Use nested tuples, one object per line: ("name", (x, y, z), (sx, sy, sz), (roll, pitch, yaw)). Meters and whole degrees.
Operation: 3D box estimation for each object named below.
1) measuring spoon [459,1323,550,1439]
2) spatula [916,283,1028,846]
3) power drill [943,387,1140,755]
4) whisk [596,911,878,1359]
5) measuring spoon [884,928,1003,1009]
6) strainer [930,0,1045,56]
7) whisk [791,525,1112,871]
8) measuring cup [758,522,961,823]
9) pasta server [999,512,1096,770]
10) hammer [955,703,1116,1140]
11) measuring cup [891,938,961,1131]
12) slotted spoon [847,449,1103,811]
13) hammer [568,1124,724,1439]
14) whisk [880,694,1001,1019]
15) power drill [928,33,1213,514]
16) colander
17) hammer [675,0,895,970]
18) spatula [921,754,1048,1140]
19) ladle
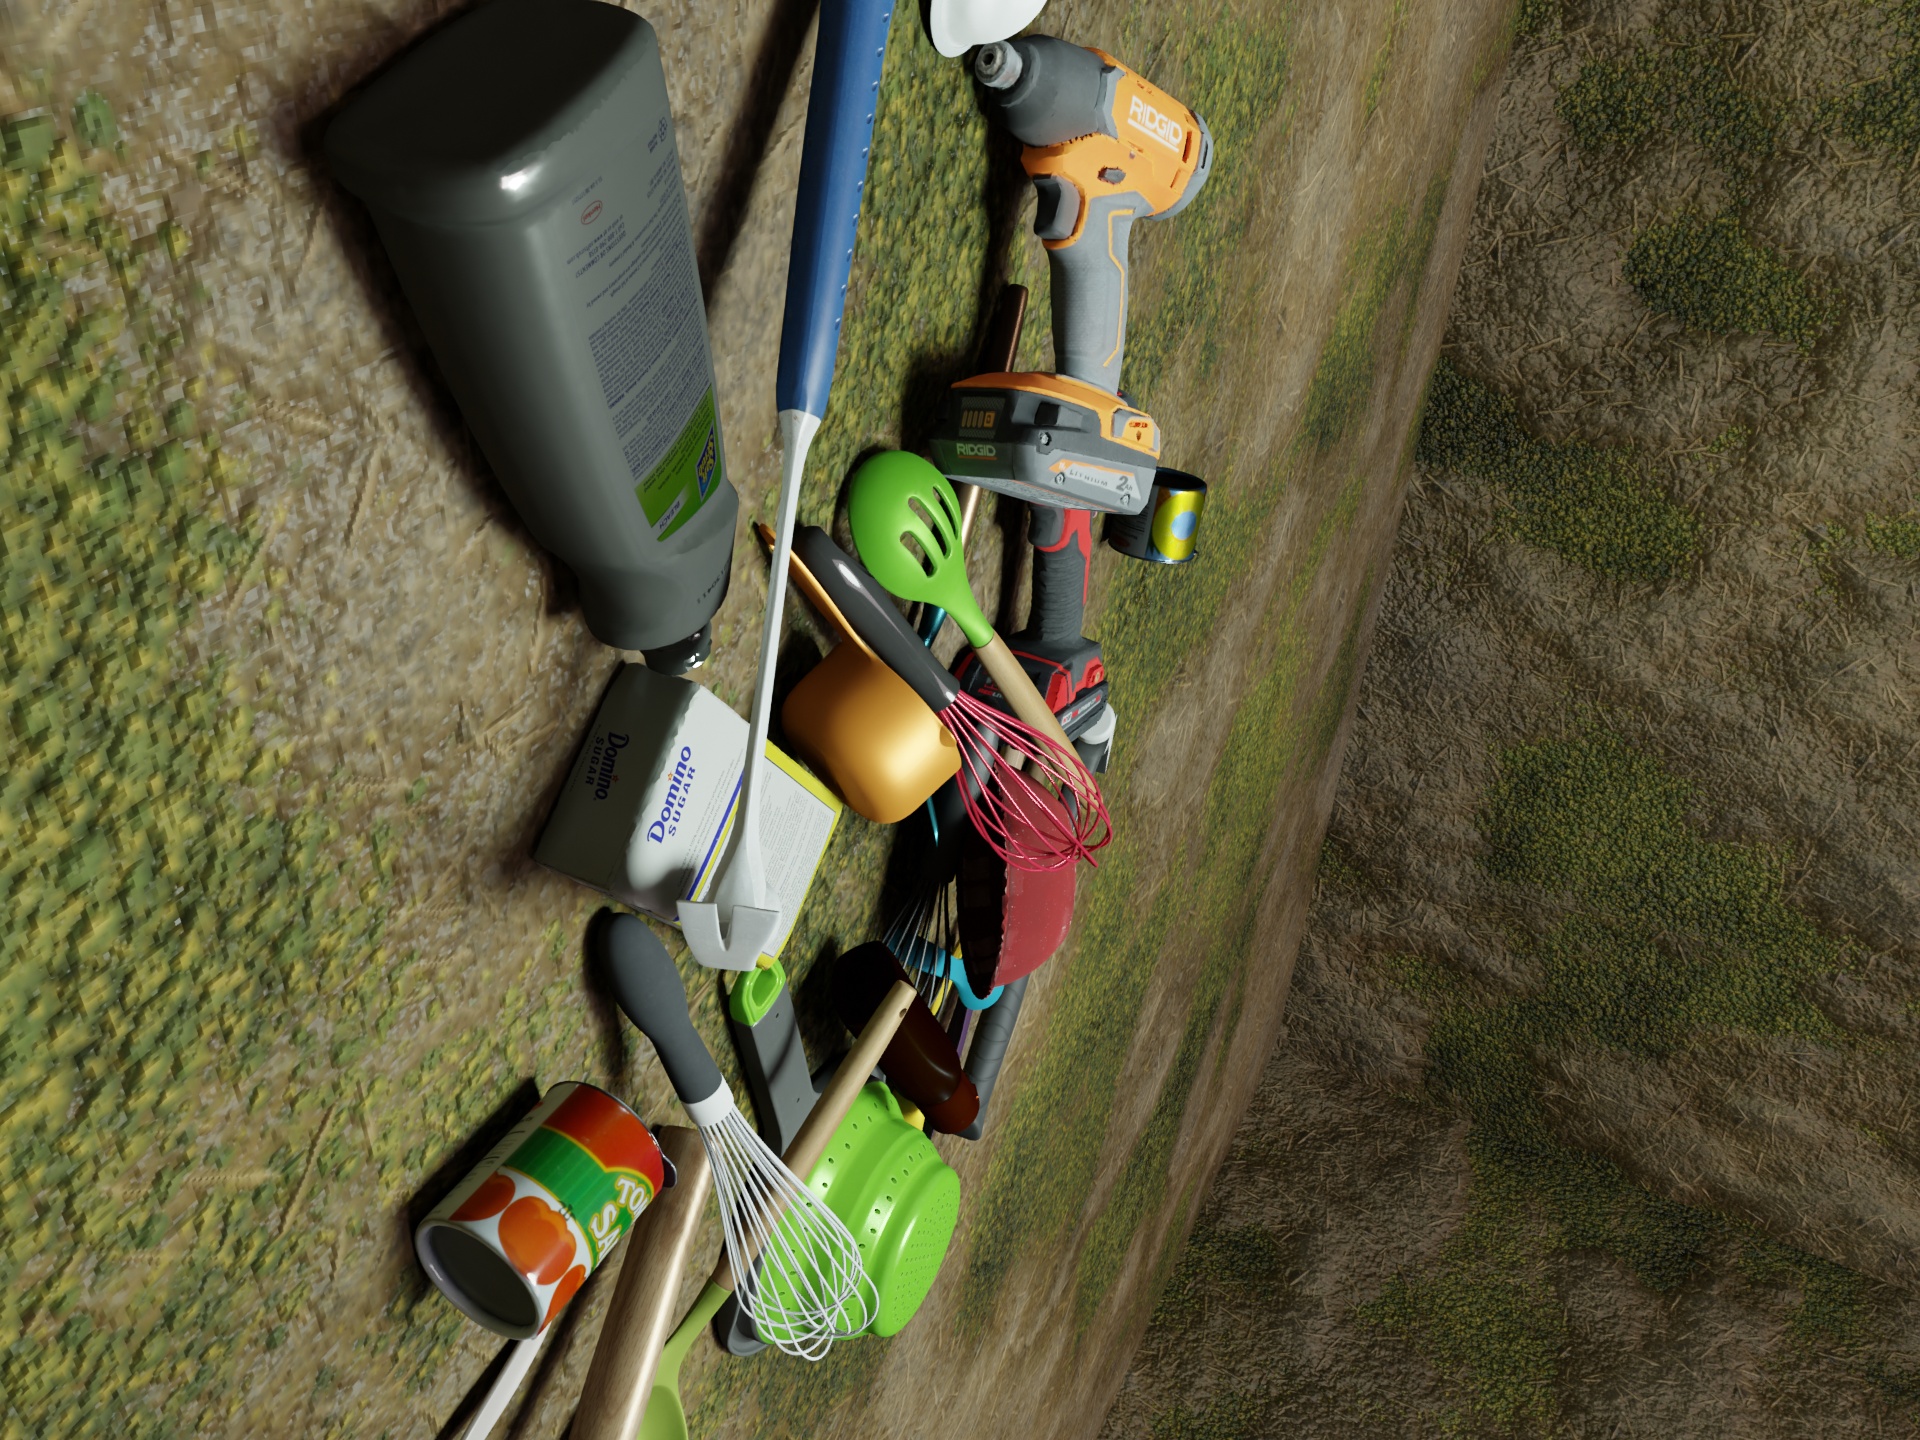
("measuring spoon", (-0.222, 0.314, 0.717), (0.124, 0.018, 0.034), (-59, 157, -49))
("spatula", (0.004, -0.089, 0.909), (0.082, 0.044, 0.317), (-107, -149, -83))
("power drill", (0.053, -0.098, 0.991), (0.143, 0.078, 0.219), (-30, 131, -62))
("whisk", (-0.110, 0.203, 0.759), (0.070, 0.070, 0.284), (-51, 131, -44))
("measuring spoon", (-0.006, 0.164, 1.071), (0.128, 0.021, 0.042), (34, 61, -47))
("strainer", (-0.012, -0.333, 0.666), (0.258, 0.050, 0.087), (-17, 138, -62))
("whisk", (-0.001, -0.003, 0.840), (0.295, 0.073, 0.073), (49, 59, -41))
("measuring cup", (-0.066, -0.017, 0.764), (0.052, 0.095, 0.173), (-46, 131, -14))
("pasta server", (0.062, -0.050, 1.107), (0.060, 0.040, 0.316), (-44, 149, -72))
("hammer", (0.053, 0.151, 1.197), (0.146, 0.035, 0.335), (68, 41, -80))
("measuring cup", (-0.014, 0.235, 1.161), (0.156, 0.029, 0.062), (-70, 160, 1))
("slotted spoon", (0.023, -0.034, 0.891), (0.070, 0.031, 0.313), (-60, 142, -21))
("hammer", (-0.177, 0.359, 0.753), (0.031, 0.130, 0.331), (64, 37, -62))
("whisk", (-0.013, 0.096, 0.989), (0.055, 0.055, 0.239), (-23, 132, -64))
("power drill", (0.051, -0.232, 0.826), (0.164, 0.084, 0.226), (7, 94, -50))
("colander", (-0.067, 0.269, 0.958), (0.205, 0.094, 0.396), (-57, 155, -36))
("hammer", (-0.062, -0.106, 0.606), (0.144, 0.035, 0.405), (161, -64, -85))
("spatula", (0.018, 0.156, 1.149), (0.059, 0.018, 0.316), (121, -13, -69))
("ladle", (-0.105, 0.284, 0.848), (0.320, 0.062, 0.078), (-58, 148, -5))
